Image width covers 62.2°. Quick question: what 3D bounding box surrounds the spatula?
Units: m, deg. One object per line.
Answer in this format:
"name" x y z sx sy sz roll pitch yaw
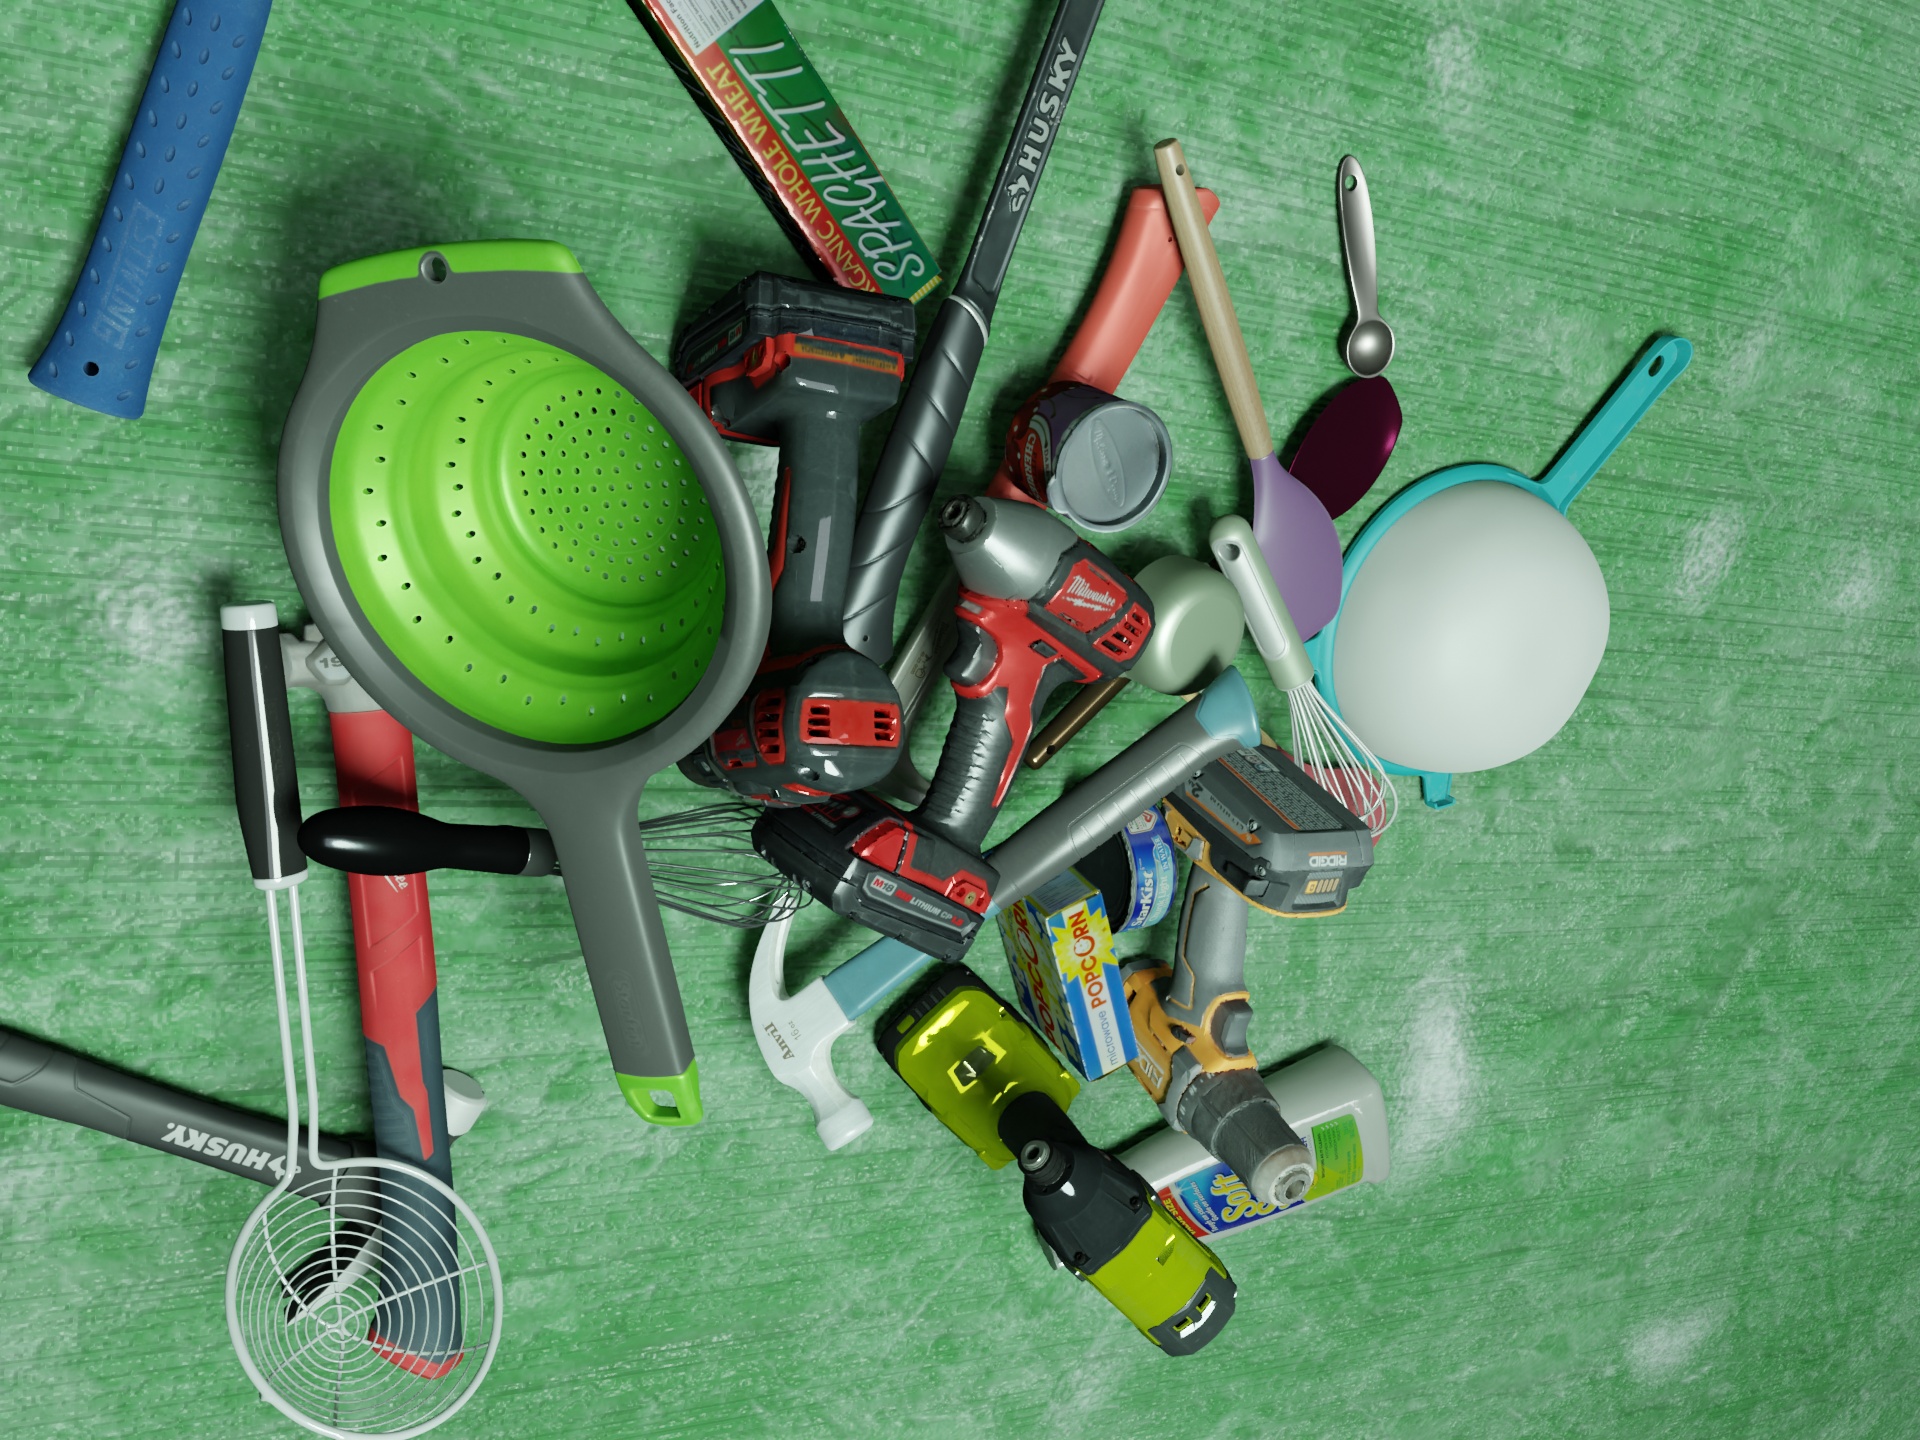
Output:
"spatula" 0.159 -0.169 0.869 0.060 0.018 0.315 -37 127 -13

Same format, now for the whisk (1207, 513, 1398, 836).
"whisk" 0.199 -0.019 0.938 0.246 0.058 0.059 59 39 -28

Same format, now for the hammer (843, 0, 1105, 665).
"hammer" 0.007 -0.214 0.766 0.149 0.036 0.409 14 101 -39

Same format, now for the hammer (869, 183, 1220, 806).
"hammer" 0.040 -0.120 0.854 0.149 0.037 0.359 26 97 -33

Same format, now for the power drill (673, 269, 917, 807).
"power drill" -0.088 -0.072 0.738 0.080 0.188 0.227 3 85 -29

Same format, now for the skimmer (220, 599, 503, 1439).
"skimmer" -0.271 0.130 0.692 0.127 0.090 0.363 -18 110 -55

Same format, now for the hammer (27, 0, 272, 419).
"hammer" -0.268 -0.310 0.618 0.144 0.035 0.405 19 101 -32

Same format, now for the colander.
"colander" -0.151 -0.008 0.682 0.204 0.094 0.396 -1 115 16

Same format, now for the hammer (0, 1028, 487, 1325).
"hammer" -0.406 0.184 0.750 0.334 0.035 0.146 32 93 -33

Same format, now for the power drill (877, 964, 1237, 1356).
"power drill" 0.046 0.236 0.891 0.080 0.223 0.171 -43 123 -5

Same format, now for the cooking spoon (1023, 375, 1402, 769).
"cooking spoon" 0.148 -0.085 0.920 0.319 0.017 0.068 -44 127 -12

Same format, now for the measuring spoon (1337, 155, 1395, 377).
"measuring spoon" 0.225 -0.258 0.909 0.034 0.018 0.124 -19 111 -19

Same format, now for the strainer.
"strainer" 0.374 -0.098 0.999 0.210 0.095 0.340 38 92 -33

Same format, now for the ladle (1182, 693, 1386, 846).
"ladle" 0.175 0.005 0.982 0.315 0.031 0.069 37 84 -32

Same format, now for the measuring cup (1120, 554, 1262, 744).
"measuring cup" 0.146 -0.025 0.907 0.083 0.038 0.167 -49 130 -7

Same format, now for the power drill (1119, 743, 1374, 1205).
"power drill" 0.164 0.149 0.925 0.084 0.186 0.226 0 118 -27

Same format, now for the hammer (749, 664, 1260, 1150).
"hammer" 0.026 0.085 0.862 0.331 0.033 0.128 -37 78 3

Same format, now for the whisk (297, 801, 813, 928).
"whisk" -0.178 0.065 0.761 0.284 0.070 0.070 10 106 -46

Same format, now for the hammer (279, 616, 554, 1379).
"hammer" -0.257 0.137 0.775 0.143 0.038 0.386 -7 105 -26

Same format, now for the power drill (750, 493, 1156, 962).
"power drill" -0.001 -0.003 0.791 0.143 0.079 0.219 33 88 -45
